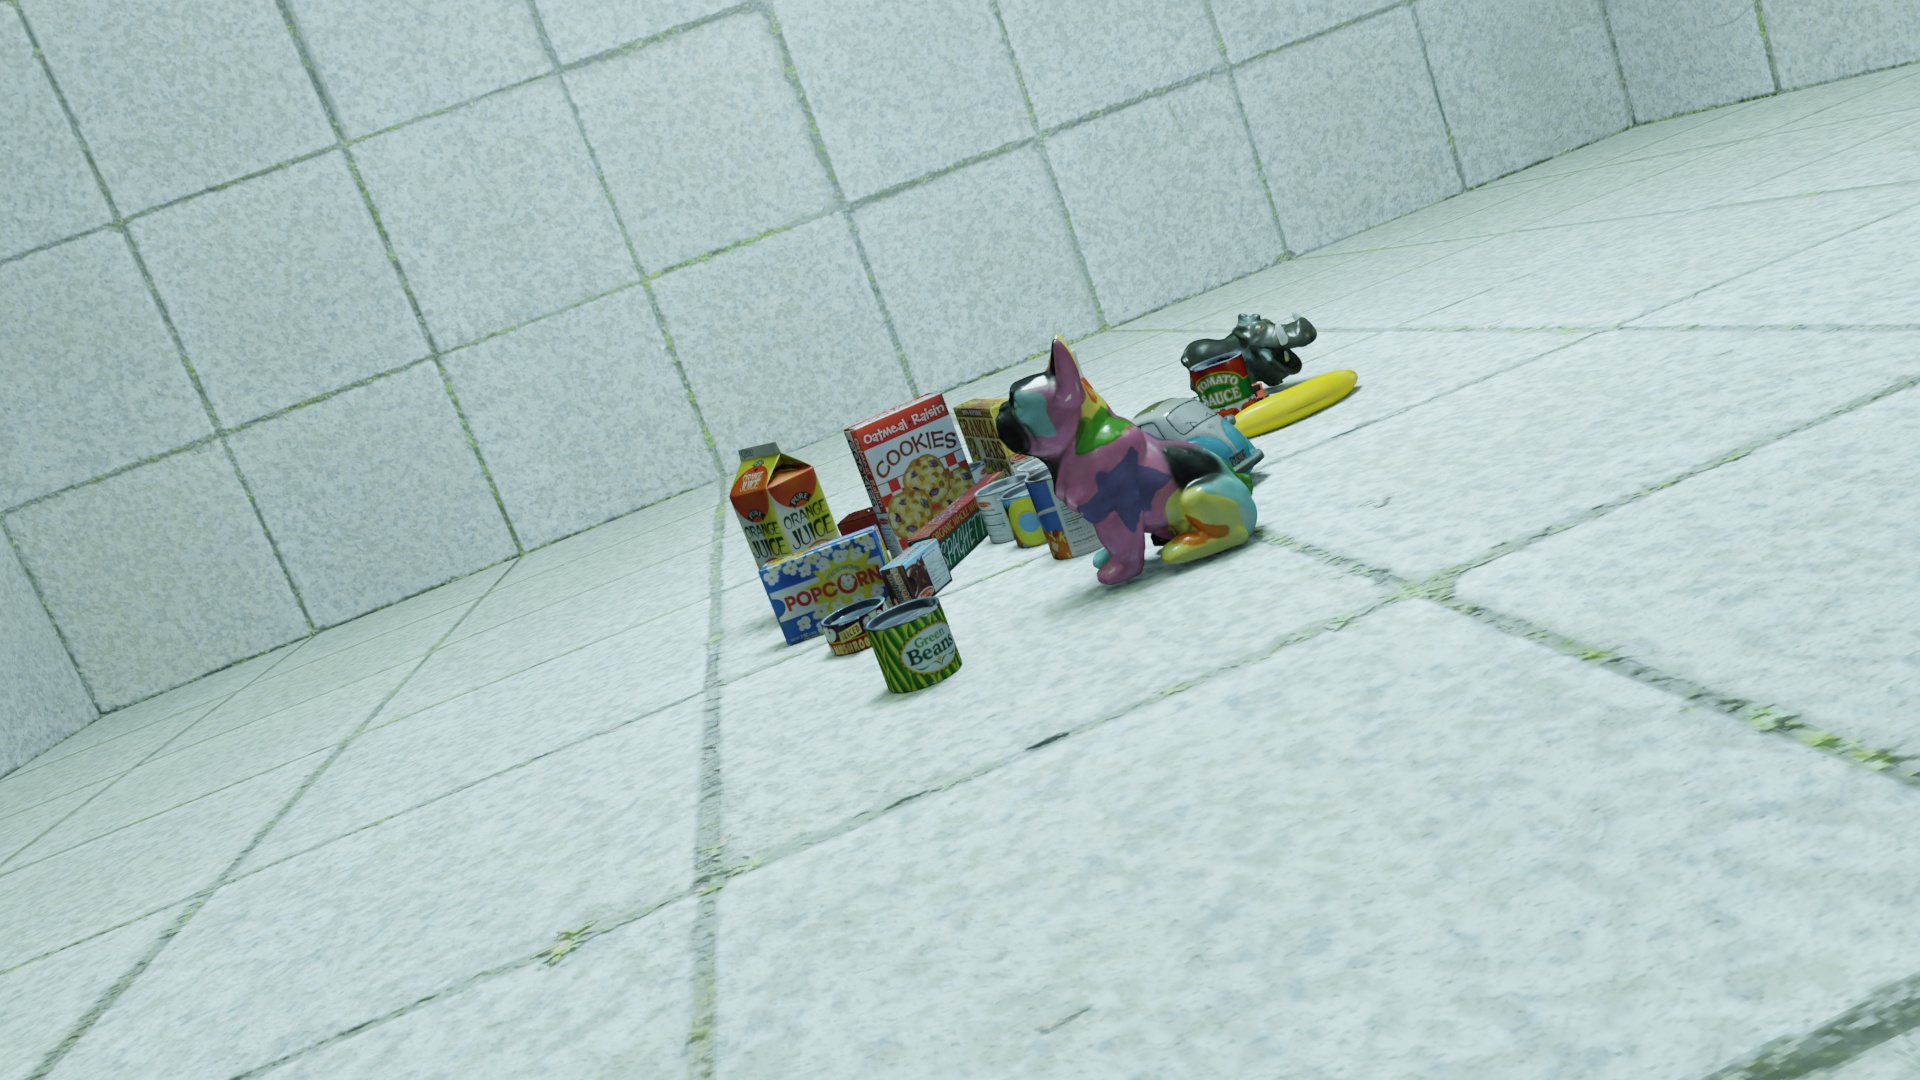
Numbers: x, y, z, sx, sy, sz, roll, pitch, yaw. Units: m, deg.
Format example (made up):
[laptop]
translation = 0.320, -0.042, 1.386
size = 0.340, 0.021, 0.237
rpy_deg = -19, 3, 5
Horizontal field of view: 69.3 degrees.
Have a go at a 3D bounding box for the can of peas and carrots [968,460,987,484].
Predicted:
[can of peas and carrots]
translation = 0.006, -0.061, 1.745
size = 0.071, 0.058, 0.071
rpy_deg = -20, 11, 4

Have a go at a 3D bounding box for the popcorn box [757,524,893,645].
[popcorn box]
translation = -0.130, 0.045, 1.418
size = 0.127, 0.085, 0.038
rpy_deg = -19, 11, 6

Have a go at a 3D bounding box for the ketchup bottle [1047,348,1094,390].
[ketchup bottle]
translation = 0.151, -0.167, 1.759
size = 0.064, 0.148, 0.044
rpy_deg = -10, 15, 44

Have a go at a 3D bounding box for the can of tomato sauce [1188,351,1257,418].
[can of tomato sauce]
translation = 0.321, -0.179, 1.686
size = 0.071, 0.083, 0.071
rpy_deg = -20, 11, 4

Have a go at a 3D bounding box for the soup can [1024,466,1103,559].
[soup can]
translation = 0.107, -0.032, 1.367
size = 0.071, 0.083, 0.071
rpy_deg = -20, 11, 4

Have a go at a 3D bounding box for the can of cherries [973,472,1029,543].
[can of cherries]
translation = 0.057, -0.036, 1.540
size = 0.071, 0.058, 0.071
rpy_deg = -20, 11, 4

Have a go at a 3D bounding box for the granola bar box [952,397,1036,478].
[granola bar box]
translation = 0.050, -0.120, 1.779
size = 0.039, 0.124, 0.165
rpy_deg = -23, 11, -13

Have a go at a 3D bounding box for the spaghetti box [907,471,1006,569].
[spaghetti box]
translation = 0.006, -0.020, 1.574
size = 0.028, 0.050, 0.251
rpy_deg = -15, 12, 25

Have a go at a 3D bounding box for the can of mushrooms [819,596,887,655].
[can of mushrooms]
translation = -0.098, 0.082, 1.319
size = 0.071, 0.033, 0.071
rpy_deg = -20, 11, 4

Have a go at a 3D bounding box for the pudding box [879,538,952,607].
[pudding box]
translation = -0.044, 0.035, 1.406
size = 0.030, 0.049, 0.084
rpy_deg = -15, 13, 29

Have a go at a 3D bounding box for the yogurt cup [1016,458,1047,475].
[yogurt cup]
translation = 0.106, -0.070, 1.623
size = 0.072, 0.054, 0.072
rpy_deg = -20, 11, 4

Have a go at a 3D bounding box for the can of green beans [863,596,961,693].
[can of green beans]
translation = -0.038, 0.085, 1.136
size = 0.071, 0.057, 0.071
rpy_deg = -20, 11, 4

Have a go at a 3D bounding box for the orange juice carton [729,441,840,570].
[orange juice carton]
translation = -0.190, -0.016, 1.537
size = 0.071, 0.192, 0.073
rpy_deg = -9, 16, 46

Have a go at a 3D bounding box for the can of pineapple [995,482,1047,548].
[can of pineapple]
translation = 0.080, -0.030, 1.471
size = 0.071, 0.057, 0.071
rpy_deg = -20, 11, 4

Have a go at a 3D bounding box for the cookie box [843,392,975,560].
[cookie box]
translation = -0.052, -0.077, 1.645
size = 0.123, 0.167, 0.040
rpy_deg = -26, 12, -26
